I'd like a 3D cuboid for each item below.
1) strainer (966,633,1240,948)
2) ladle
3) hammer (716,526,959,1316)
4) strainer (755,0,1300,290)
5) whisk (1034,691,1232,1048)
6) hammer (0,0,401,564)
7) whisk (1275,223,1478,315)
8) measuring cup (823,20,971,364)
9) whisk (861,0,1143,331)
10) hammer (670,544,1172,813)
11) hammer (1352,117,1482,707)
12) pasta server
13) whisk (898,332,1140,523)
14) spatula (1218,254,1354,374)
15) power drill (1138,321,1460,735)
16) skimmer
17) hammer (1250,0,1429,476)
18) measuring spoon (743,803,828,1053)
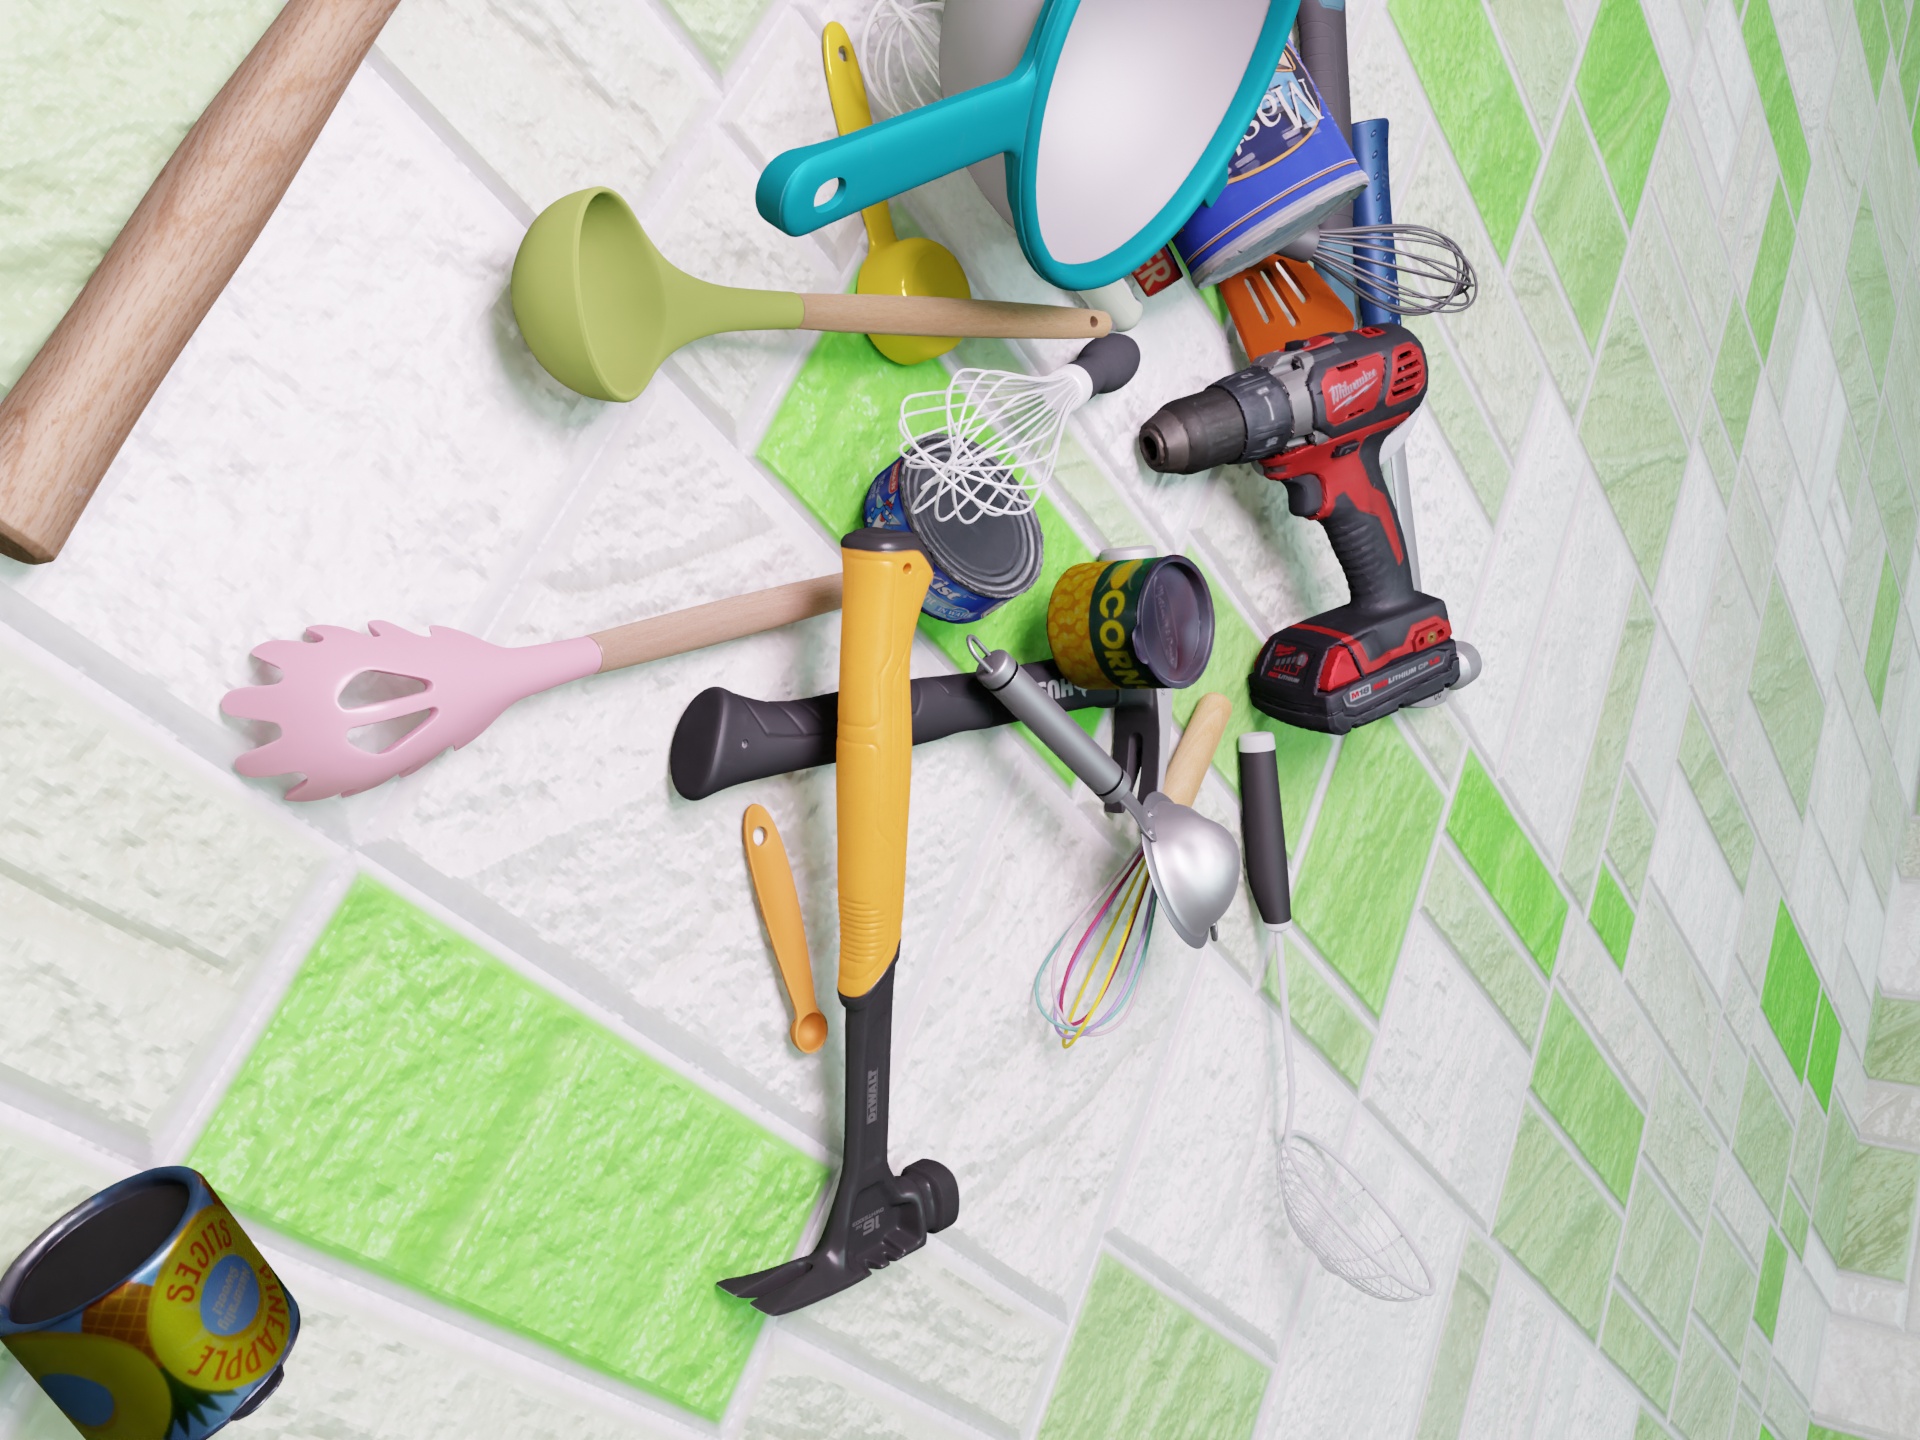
[{"bbox_3d":[0.083,0.037,0.805,0.258,0.050,0.087,43,35,-33],"label":"strainer"},{"bbox_3d":[-0.041,-0.174,0.675,0.320,0.062,0.078,-10,101,-40],"label":"ladle"},{"bbox_3d":[-0.045,0.086,0.687,0.127,0.034,0.336,-11,108,-48],"label":"hammer"},{"bbox_3d":[0.017,-0.270,0.642,0.340,0.095,0.210,-37,153,-38],"label":"strainer"},{"bbox_3d":[0.103,0.078,0.891,0.245,0.051,0.047,-61,152,-33],"label":"whisk"},{"bbox_3d":[-0.225,-0.198,0.515,0.129,0.031,0.331,41,62,-41],"label":"hammer"},{"bbox_3d":[0.202,-0.281,0.926,0.238,0.055,0.055,10,83,-21],"label":"whisk"},{"bbox_3d":[-0.031,-0.244,0.733,0.062,0.029,0.156,-31,113,-44],"label":"measuring cup"},{"bbox_3d":[0.030,-0.268,0.786,0.059,0.058,0.246,-45,140,7],"label":"whisk"},{"bbox_3d":[-0.001,-0.002,0.770,0.334,0.035,0.146,-12,99,-48],"label":"hammer"},{"bbox_3d":[0.299,-0.203,1.102,0.144,0.035,0.405,-24,108,-46],"label":"hammer"},{"bbox_3d":[-0.132,-0.031,0.632,0.316,0.040,0.060,-21,107,-50],"label":"pasta server"},{"bbox_3d":[0.040,-0.153,0.761,0.285,0.070,0.070,-47,126,-59],"label":"whisk"},{"bbox_3d":[0.148,-0.361,0.924,0.081,0.041,0.322,-31,114,-19],"label":"spatula"},{"bbox_3d":[0.204,-0.109,0.947,0.188,0.080,0.226,-21,110,-22],"label":"power drill"},{"bbox_3d":[0.235,0.184,1.000,0.127,0.090,0.363,-37,120,-79],"label":"skimmer"},{"bbox_3d":[0.235,-0.318,1.014,0.128,0.033,0.331,-2,89,-28],"label":"hammer"},{"bbox_3d":[-0.080,0.092,0.705,0.021,0.011,0.117,-23,105,-45],"label":"measuring spoon"}]
